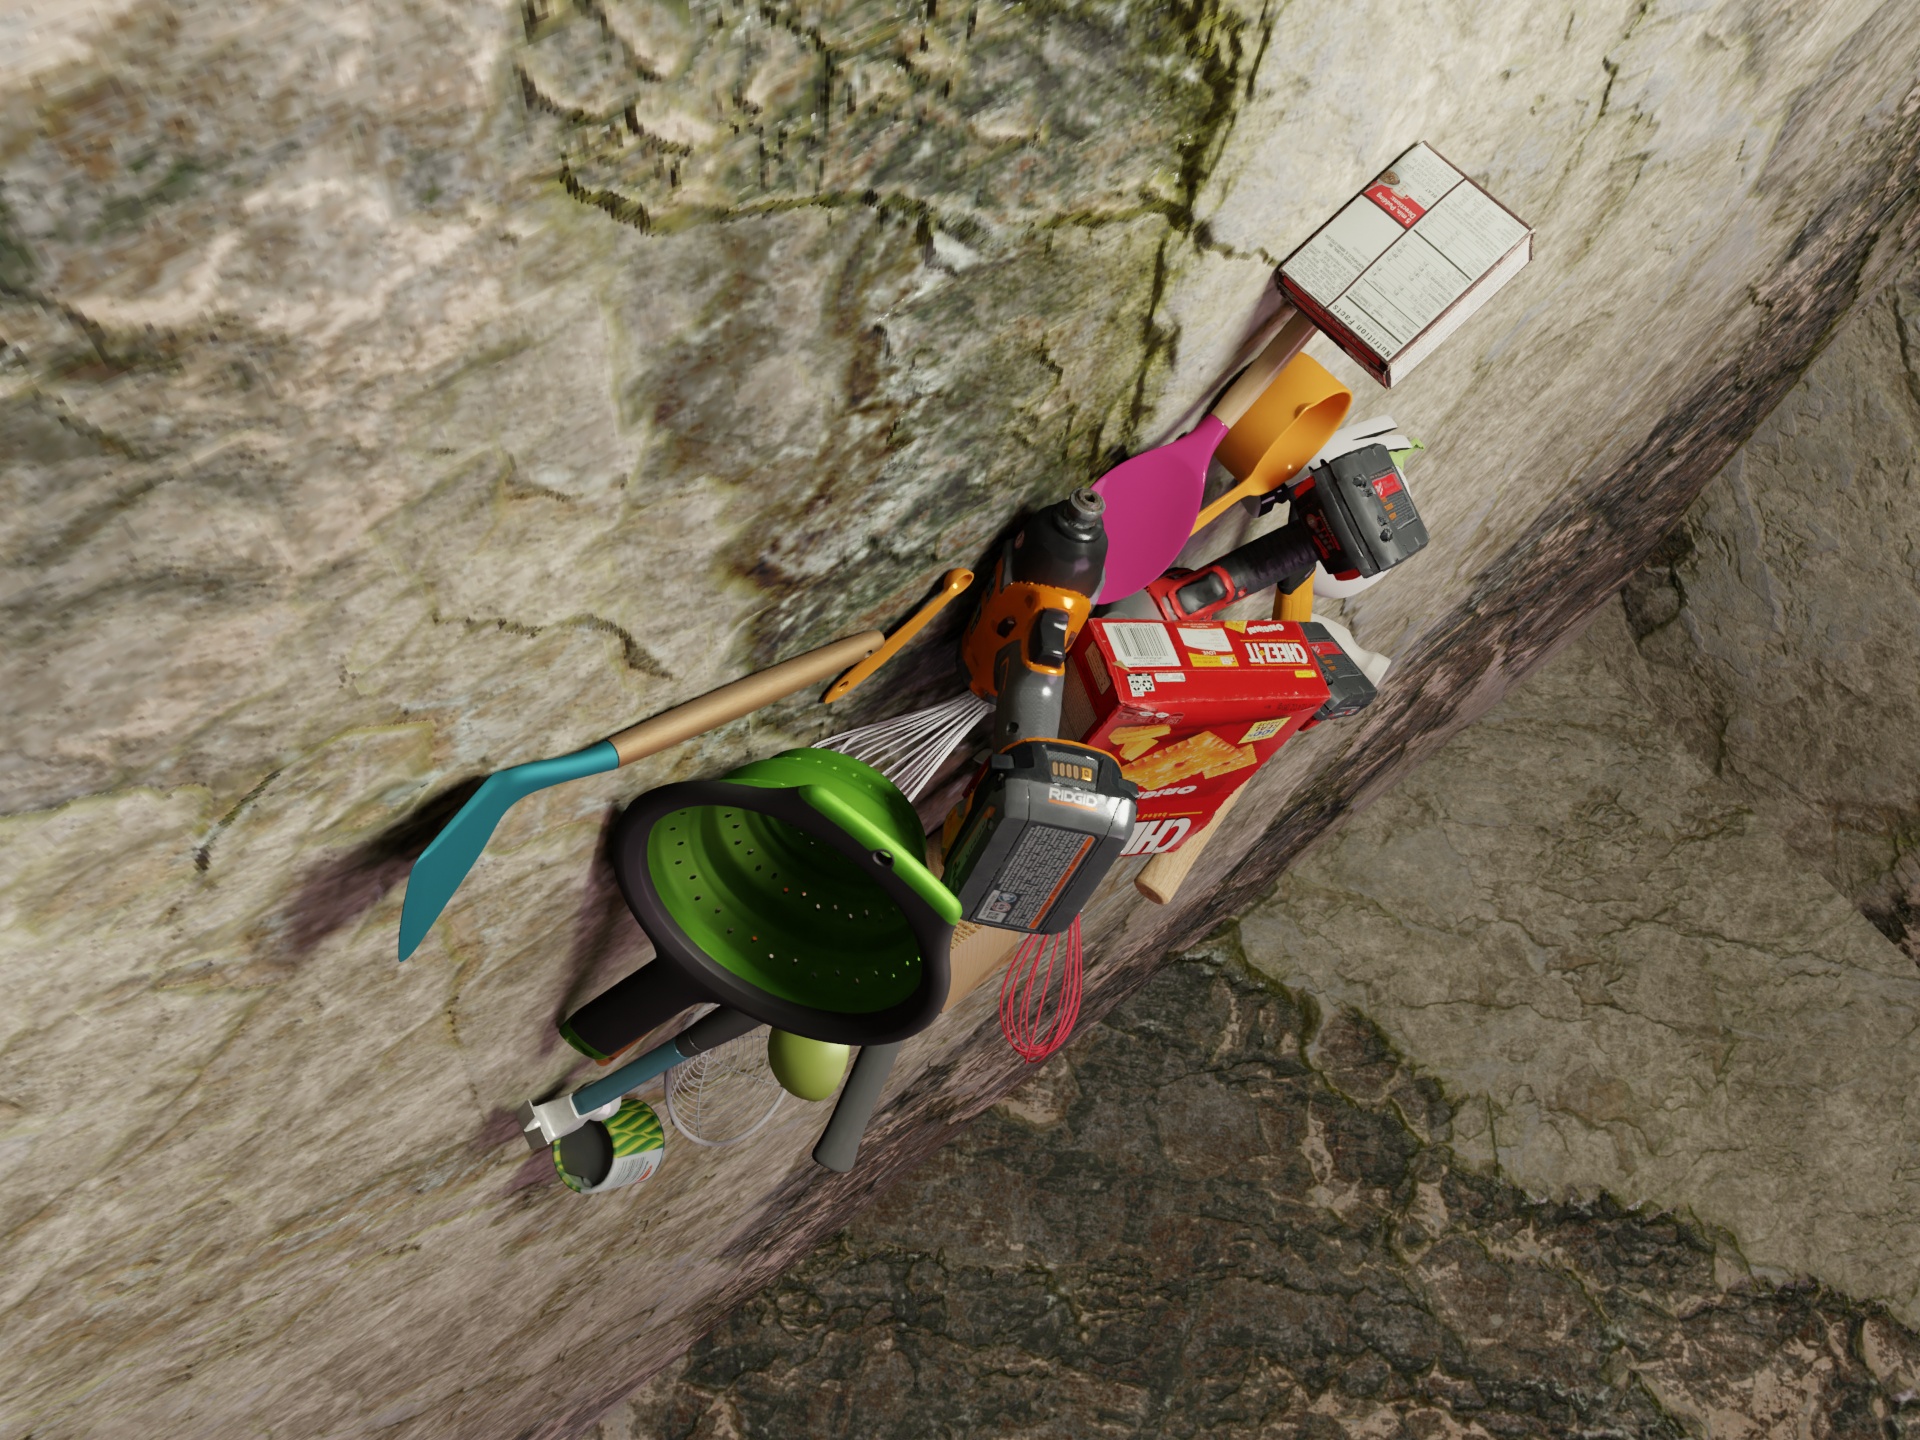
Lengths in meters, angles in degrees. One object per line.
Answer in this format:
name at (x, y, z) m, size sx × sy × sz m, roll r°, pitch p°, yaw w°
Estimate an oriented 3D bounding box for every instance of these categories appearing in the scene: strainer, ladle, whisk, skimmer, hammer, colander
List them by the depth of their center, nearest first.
colander at (-0.132, 0.116, 0.955) m, size 0.397 × 0.204 × 0.094 m, roll -35°, pitch -161°, yaw 45°
whisk at (-0.002, -0.004, 1.045) m, size 0.284 × 0.070 × 0.070 m, roll -34°, pitch 162°, yaw -36°
hammer at (-0.177, 0.216, 1.095) m, size 0.331 × 0.033 × 0.128 m, roll -32°, pitch 170°, yaw 22°
skimmer at (-0.140, 0.196, 1.164) m, size 0.127 × 0.090 × 0.363 m, roll -28°, pitch 158°, yaw -37°
hammer at (-0.029, 0.173, 1.183) m, size 0.146 × 0.035 × 0.335 m, roll 93°, pitch 20°, yaw -73°
ladle at (-0.085, 0.212, 1.243) m, size 0.320 × 0.062 × 0.078 m, roll -39°, pitch 150°, yaw -78°
hammer at (0.273, -0.108, 1.270) m, size 0.127 × 0.034 × 0.336 m, roll -23°, pitch 150°, yaw -8°
strainer at (0.304, -0.132, 1.340) m, size 0.256 × 0.069 × 0.151 m, roll -31°, pitch 160°, yaw -33°
whisk at (0.095, 0.162, 1.425) m, size 0.073 × 0.073 × 0.296 m, roll 56°, pitch 49°, yaw -72°
hammer at (0.254, 0.029, 1.431) m, size 0.331 × 0.130 × 0.031 m, roll -51°, pitch 166°, yaw -24°

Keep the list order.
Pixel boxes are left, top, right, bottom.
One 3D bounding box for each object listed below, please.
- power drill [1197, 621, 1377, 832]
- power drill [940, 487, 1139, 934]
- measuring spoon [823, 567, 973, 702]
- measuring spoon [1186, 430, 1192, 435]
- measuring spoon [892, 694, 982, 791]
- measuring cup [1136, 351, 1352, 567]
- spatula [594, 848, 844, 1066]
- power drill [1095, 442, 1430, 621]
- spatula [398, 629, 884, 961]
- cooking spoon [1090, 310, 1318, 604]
power drill at (0.204, 0.024, 1.259) m, size 0.226 × 0.080 × 0.188 m, roll -44°, pitch 163°, yaw 24°
power drill at (0.046, -0.014, 0.897) m, size 0.084 × 0.227 × 0.164 m, roll 12°, pitch 140°, yaw -13°
measuring spoon at (-0.039, -0.050, 0.927) m, size 0.117 × 0.011 × 0.021 m, roll -41°, pitch 163°, yaw 11°
measuring spoon at (0.133, -0.140, 1.042) m, size 0.042 × 0.021 × 0.128 m, roll -30°, pitch 160°, yaw -32°
measuring spoon at (-0.018, 0.024, 1.127) m, size 0.034 × 0.018 × 0.124 m, roll -15°, pitch 150°, yaw -54°
measuring cup at (0.165, -0.166, 1.004) m, size 0.173 × 0.052 × 0.095 m, roll -38°, pitch 163°, yaw -3°
spatula at (-0.155, 0.163, 1.075) m, size 0.081 × 0.041 × 0.322 m, roll 21°, pitch 131°, yaw -40°
power drill at (0.192, -0.101, 1.075) m, size 0.219 × 0.078 × 0.143 m, roll -26°, pitch 180°, yaw 30°
spatula at (-0.149, 0.017, 0.798) m, size 0.317 × 0.044 × 0.082 m, roll -27°, pitch 155°, yaw -39°
cooking spoon at (0.173, -0.199, 0.956) m, size 0.319 × 0.068 × 0.017 m, roll -49°, pitch -171°, yaw 10°
